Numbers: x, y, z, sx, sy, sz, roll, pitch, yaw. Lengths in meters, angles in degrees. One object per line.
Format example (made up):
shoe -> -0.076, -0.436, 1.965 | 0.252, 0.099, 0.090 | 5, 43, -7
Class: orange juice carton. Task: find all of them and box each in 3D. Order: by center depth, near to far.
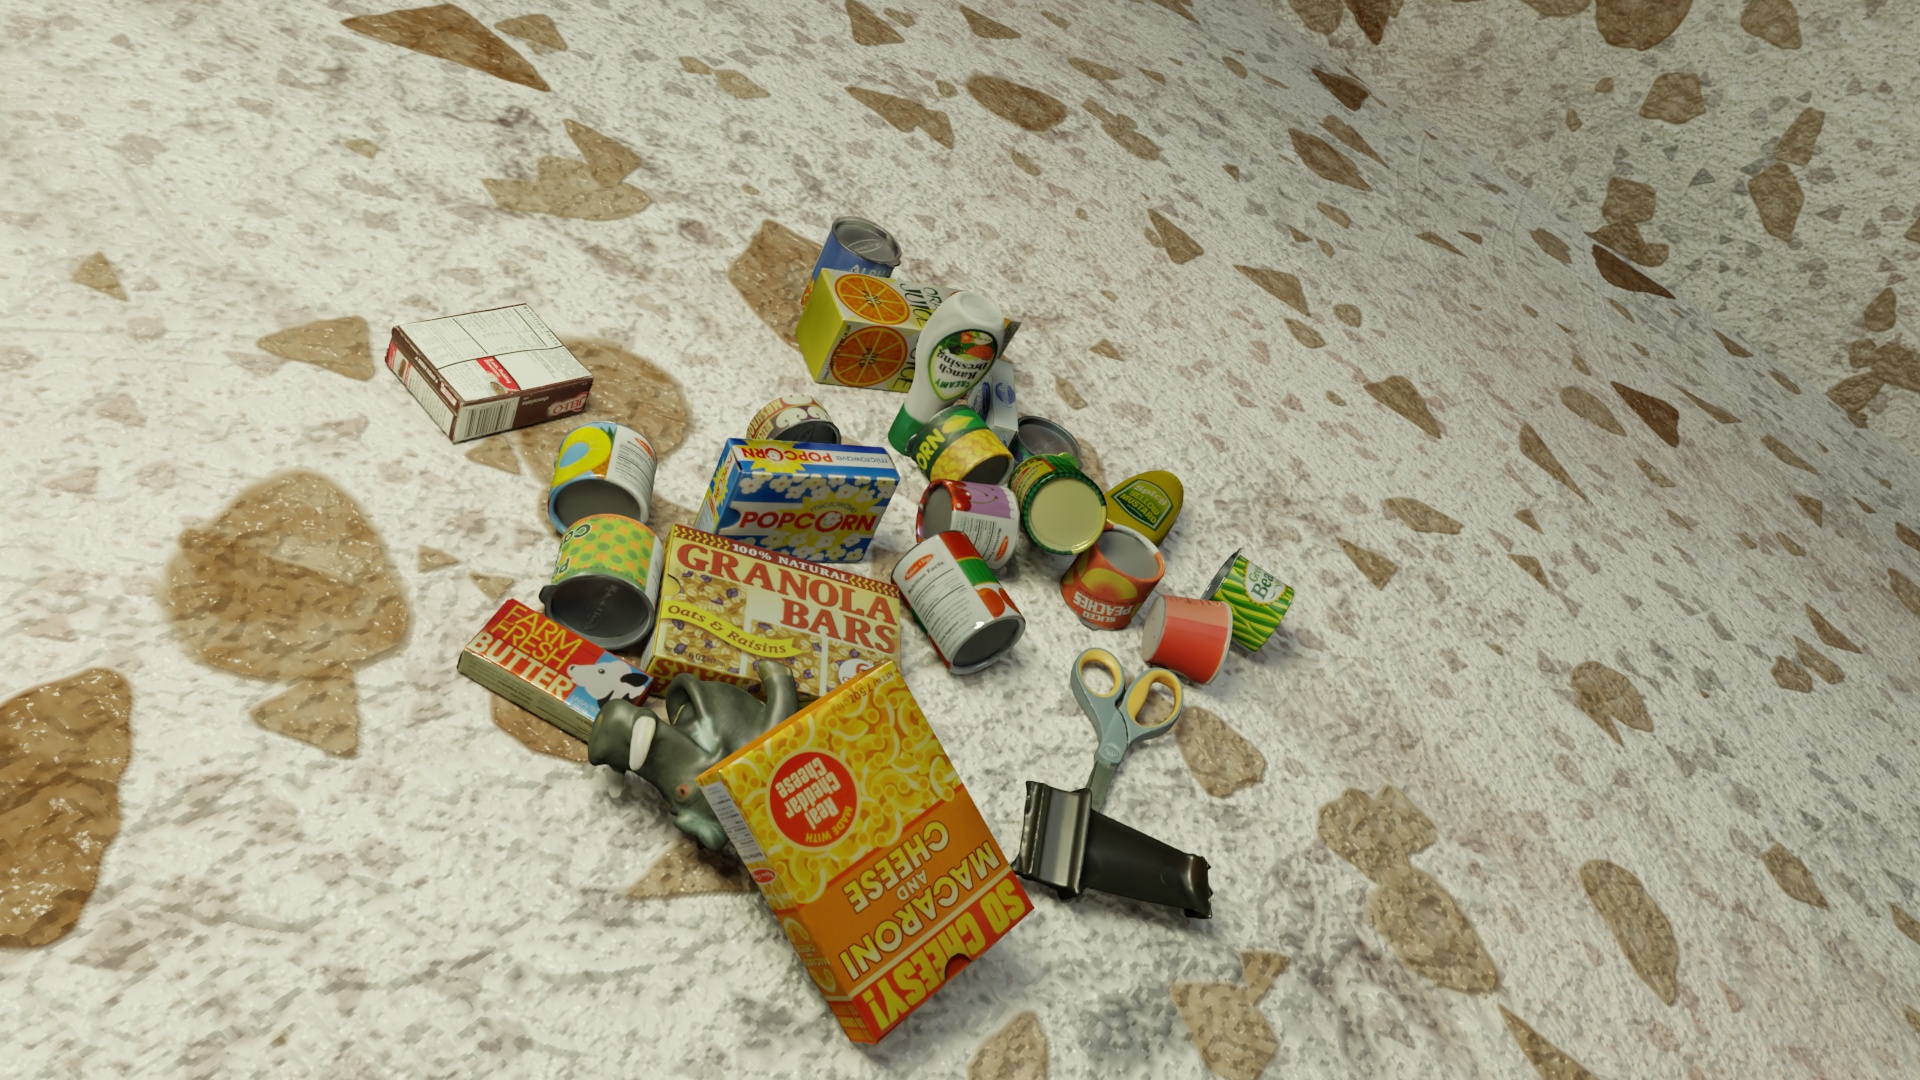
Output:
orange juice carton -> -0.041, -0.179, 1.228 | 0.193, 0.071, 0.073 | 3, 45, -32

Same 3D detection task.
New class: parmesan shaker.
parmesan shaker -> 0.077, -0.032, 1.102 | 0.071, 0.071, 0.103 | 24, 7, -9

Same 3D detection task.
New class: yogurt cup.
yogurt cup -> 0.176, 0.075, 1.088 | 0.054, 0.072, 0.073 | 15, 38, -7

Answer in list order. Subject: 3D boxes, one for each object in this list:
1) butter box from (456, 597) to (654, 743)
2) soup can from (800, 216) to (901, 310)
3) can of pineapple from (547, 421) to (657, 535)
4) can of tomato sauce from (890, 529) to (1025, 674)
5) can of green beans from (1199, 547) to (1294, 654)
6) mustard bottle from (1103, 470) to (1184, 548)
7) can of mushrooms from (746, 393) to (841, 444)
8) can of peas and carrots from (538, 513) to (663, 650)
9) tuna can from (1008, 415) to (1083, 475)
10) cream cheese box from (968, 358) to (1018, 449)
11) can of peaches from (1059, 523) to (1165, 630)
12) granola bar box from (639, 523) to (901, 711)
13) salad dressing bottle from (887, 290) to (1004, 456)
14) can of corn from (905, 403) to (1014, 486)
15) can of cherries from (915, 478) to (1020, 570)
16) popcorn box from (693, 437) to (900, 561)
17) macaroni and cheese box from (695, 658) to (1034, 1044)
butter box -> -0.241, 0.080, 0.829 | 0.103, 0.024, 0.053 | 30, 37, -1
soup can -> -0.097, -0.235, 1.245 | 0.071, 0.083, 0.072 | 19, 38, -15
can of pineapple -> -0.241, -0.036, 0.932 | 0.071, 0.070, 0.058 | 16, 39, -18
can of tomato sauce -> 0.000, 0.045, 1.000 | 0.071, 0.070, 0.083 | -8, 52, -40
can of green beans -> 0.234, 0.052, 1.150 | 0.058, 0.071, 0.071 | 33, 36, 3
mustard bottle -> 0.158, -0.027, 1.205 | 0.065, 0.048, 0.161 | 39, 37, 9
can of mushrooms -> -0.129, -0.077, 1.053 | 0.071, 0.070, 0.033 | -4, 48, -38
can of peas and carrots -> -0.224, 0.025, 0.869 | 0.071, 0.070, 0.059 | 17, 38, -18
tuna can -> 0.072, -0.074, 1.214 | 0.071, 0.032, 0.071 | 19, 38, -15
cream cheese box -> 0.028, -0.108, 1.207 | 0.024, 0.053, 0.104 | 17, 39, -15
can of peaches -> 0.121, 0.030, 1.106 | 0.071, 0.057, 0.071 | 19, 38, -15
granola bar box -> -0.121, 0.062, 0.918 | 0.165, 0.038, 0.125 | 17, 38, -18
salad dressing bottle -> -0.015, -0.132, 1.127 | 0.064, 0.146, 0.044 | 9, 43, -26
can of corn -> 0.000, -0.067, 1.129 | 0.071, 0.070, 0.058 | -12, 54, -43
can of cherries -> 0.004, -0.013, 1.072 | 0.058, 0.071, 0.072 | 7, 43, -27
popcorn box -> -0.116, -0.027, 0.988 | 0.127, 0.084, 0.038 | 1, 44, -33
macaroni and cheese box -> -0.050, 0.169, 0.766 | 0.124, 0.040, 0.166 | -31, 92, -34
